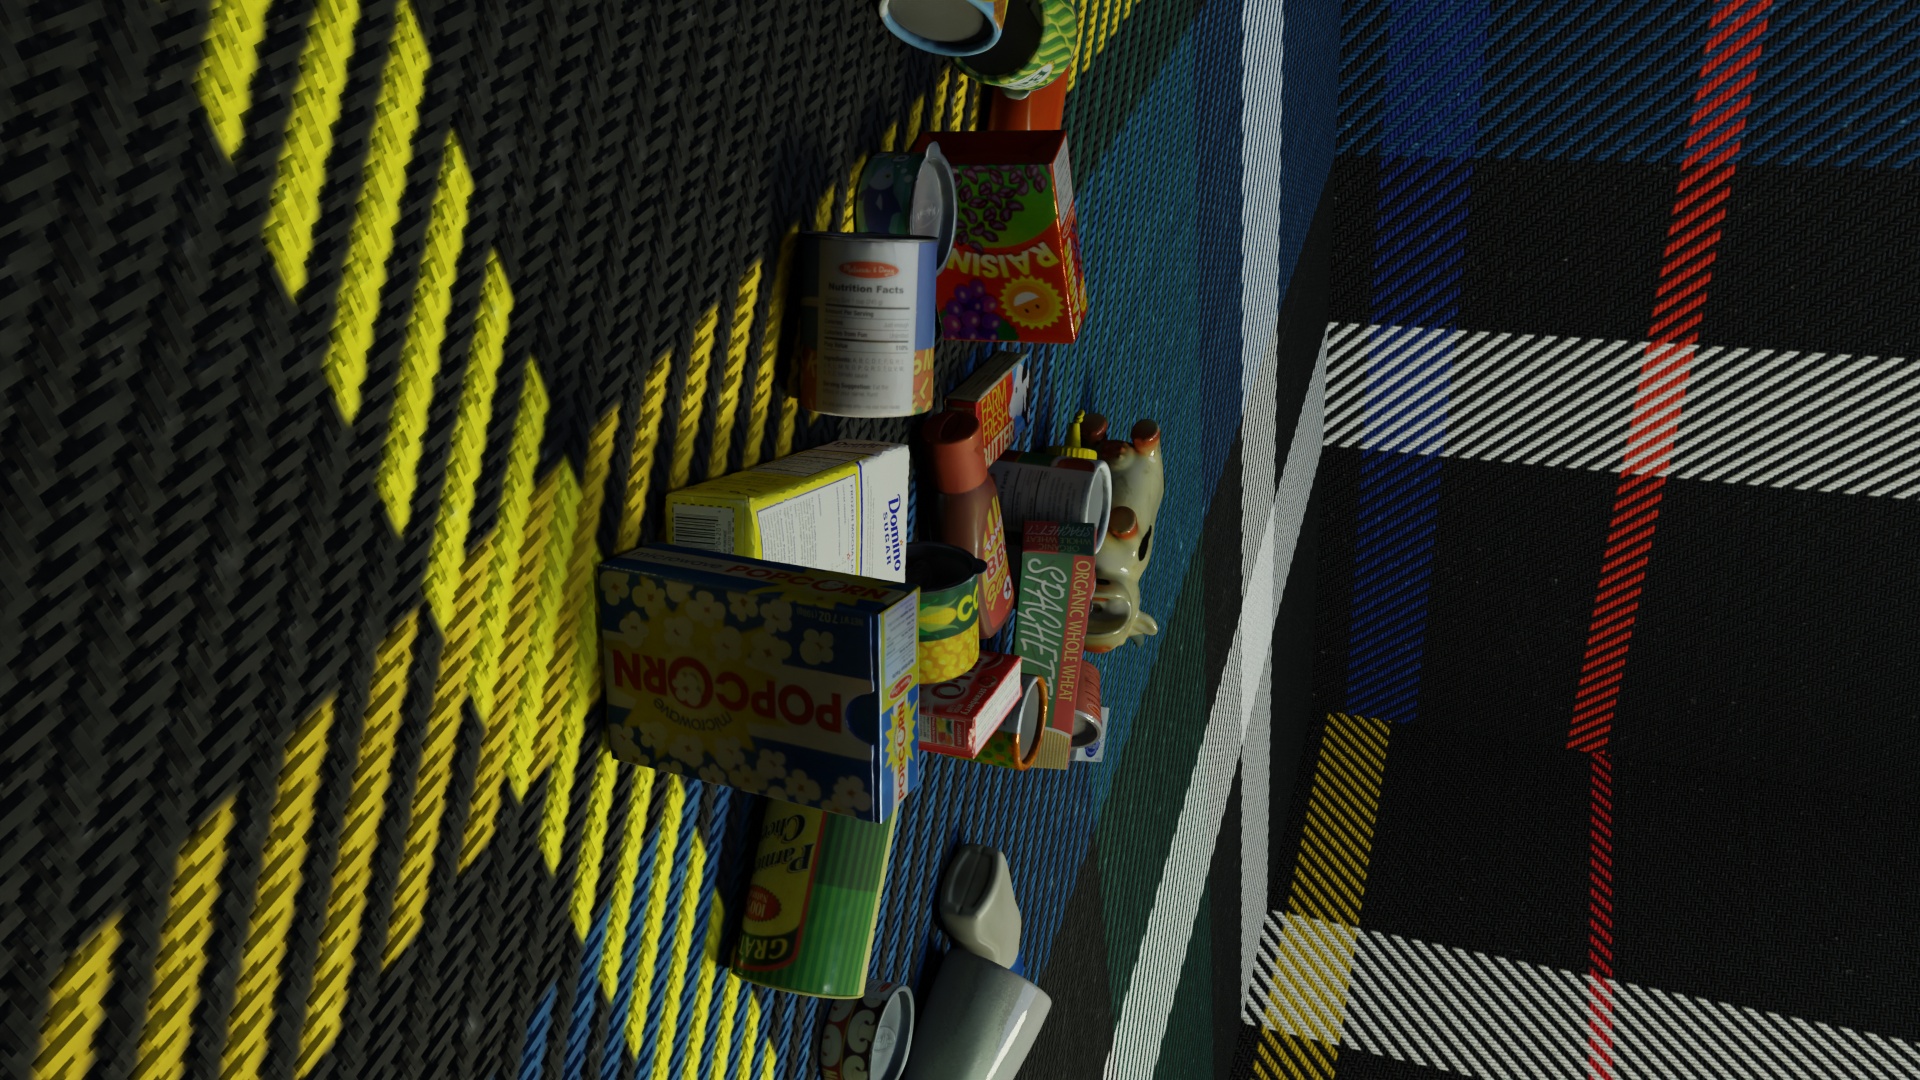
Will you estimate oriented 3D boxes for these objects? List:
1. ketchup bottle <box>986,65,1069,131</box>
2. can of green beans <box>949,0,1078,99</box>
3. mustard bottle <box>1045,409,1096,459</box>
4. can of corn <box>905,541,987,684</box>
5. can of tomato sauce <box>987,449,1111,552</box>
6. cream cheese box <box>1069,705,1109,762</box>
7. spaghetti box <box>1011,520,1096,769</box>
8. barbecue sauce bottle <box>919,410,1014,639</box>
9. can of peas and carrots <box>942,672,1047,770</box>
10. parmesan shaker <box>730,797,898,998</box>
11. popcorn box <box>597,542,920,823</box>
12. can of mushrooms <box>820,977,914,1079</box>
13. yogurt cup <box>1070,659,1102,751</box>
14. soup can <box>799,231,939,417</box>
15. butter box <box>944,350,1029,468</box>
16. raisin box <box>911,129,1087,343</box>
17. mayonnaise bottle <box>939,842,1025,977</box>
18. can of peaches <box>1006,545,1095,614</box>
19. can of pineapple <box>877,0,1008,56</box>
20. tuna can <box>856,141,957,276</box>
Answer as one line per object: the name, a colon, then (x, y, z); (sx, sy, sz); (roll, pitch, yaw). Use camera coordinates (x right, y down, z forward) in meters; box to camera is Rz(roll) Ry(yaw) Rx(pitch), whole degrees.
ketchup bottle: (0.038, -0.244, 0.886); (0.065, 0.043, 0.149); (14, 83, -69)
can of green beans: (0.029, -0.298, 0.810); (0.058, 0.071, 0.071); (-32, 126, -65)
mustard bottle: (0.080, -0.021, 1.067); (0.065, 0.049, 0.160); (14, 83, -71)
can of corn: (-0.020, 0.040, 0.781); (0.071, 0.071, 0.058); (-47, 141, -58)
can of tomato sauce: (0.056, -0.027, 0.948); (0.071, 0.083, 0.071); (6, 91, -70)
cream cheese box: (0.108, 0.171, 1.246); (0.104, 0.024, 0.053); (26, 70, -69)
spaghetti box: (0.060, 0.080, 0.975); (0.248, 0.050, 0.029); (92, 2, -47)
barbecue sauce bottle: (0.003, -0.011, 0.868); (0.065, 0.043, 0.147); (-66, 154, -47)
can of peas and carrots: (0.023, 0.120, 0.944); (0.071, 0.059, 0.071); (6, 91, -70)
parmesan shaker: (-0.072, 0.168, 0.694); (0.071, 0.071, 0.103); (38, 60, -67)
popcorn box: (-0.079, 0.053, 0.541); (0.038, 0.127, 0.085); (-30, 124, -61)
can of mushrooms: (-0.055, 0.297, 0.825); (0.071, 0.033, 0.071); (6, 91, -71)
yogurt cup: (0.081, 0.127, 1.101); (0.072, 0.072, 0.054); (70, 25, -52)
soup can: (-0.045, -0.106, 0.674); (0.071, 0.071, 0.083); (-31, 126, -65)
butter box: (0.019, -0.085, 0.915); (0.104, 0.024, 0.053); (-49, 141, -57)
raisin box: (0.023, -0.174, 0.805); (0.122, 0.086, 0.040); (77, 23, -44)
mayonnaise bottle: (0.019, 0.284, 1.018); (0.147, 0.041, 0.065); (77, 30, -46)
can of peaches: (0.061, 0.025, 0.998); (0.058, 0.071, 0.071); (37, 62, -66)
can of pineapple: (-0.004, -0.292, 0.717); (0.071, 0.071, 0.058); (37, 63, -67)
tuna can: (-0.028, -0.177, 0.741); (0.071, 0.033, 0.071); (6, 91, -70)
